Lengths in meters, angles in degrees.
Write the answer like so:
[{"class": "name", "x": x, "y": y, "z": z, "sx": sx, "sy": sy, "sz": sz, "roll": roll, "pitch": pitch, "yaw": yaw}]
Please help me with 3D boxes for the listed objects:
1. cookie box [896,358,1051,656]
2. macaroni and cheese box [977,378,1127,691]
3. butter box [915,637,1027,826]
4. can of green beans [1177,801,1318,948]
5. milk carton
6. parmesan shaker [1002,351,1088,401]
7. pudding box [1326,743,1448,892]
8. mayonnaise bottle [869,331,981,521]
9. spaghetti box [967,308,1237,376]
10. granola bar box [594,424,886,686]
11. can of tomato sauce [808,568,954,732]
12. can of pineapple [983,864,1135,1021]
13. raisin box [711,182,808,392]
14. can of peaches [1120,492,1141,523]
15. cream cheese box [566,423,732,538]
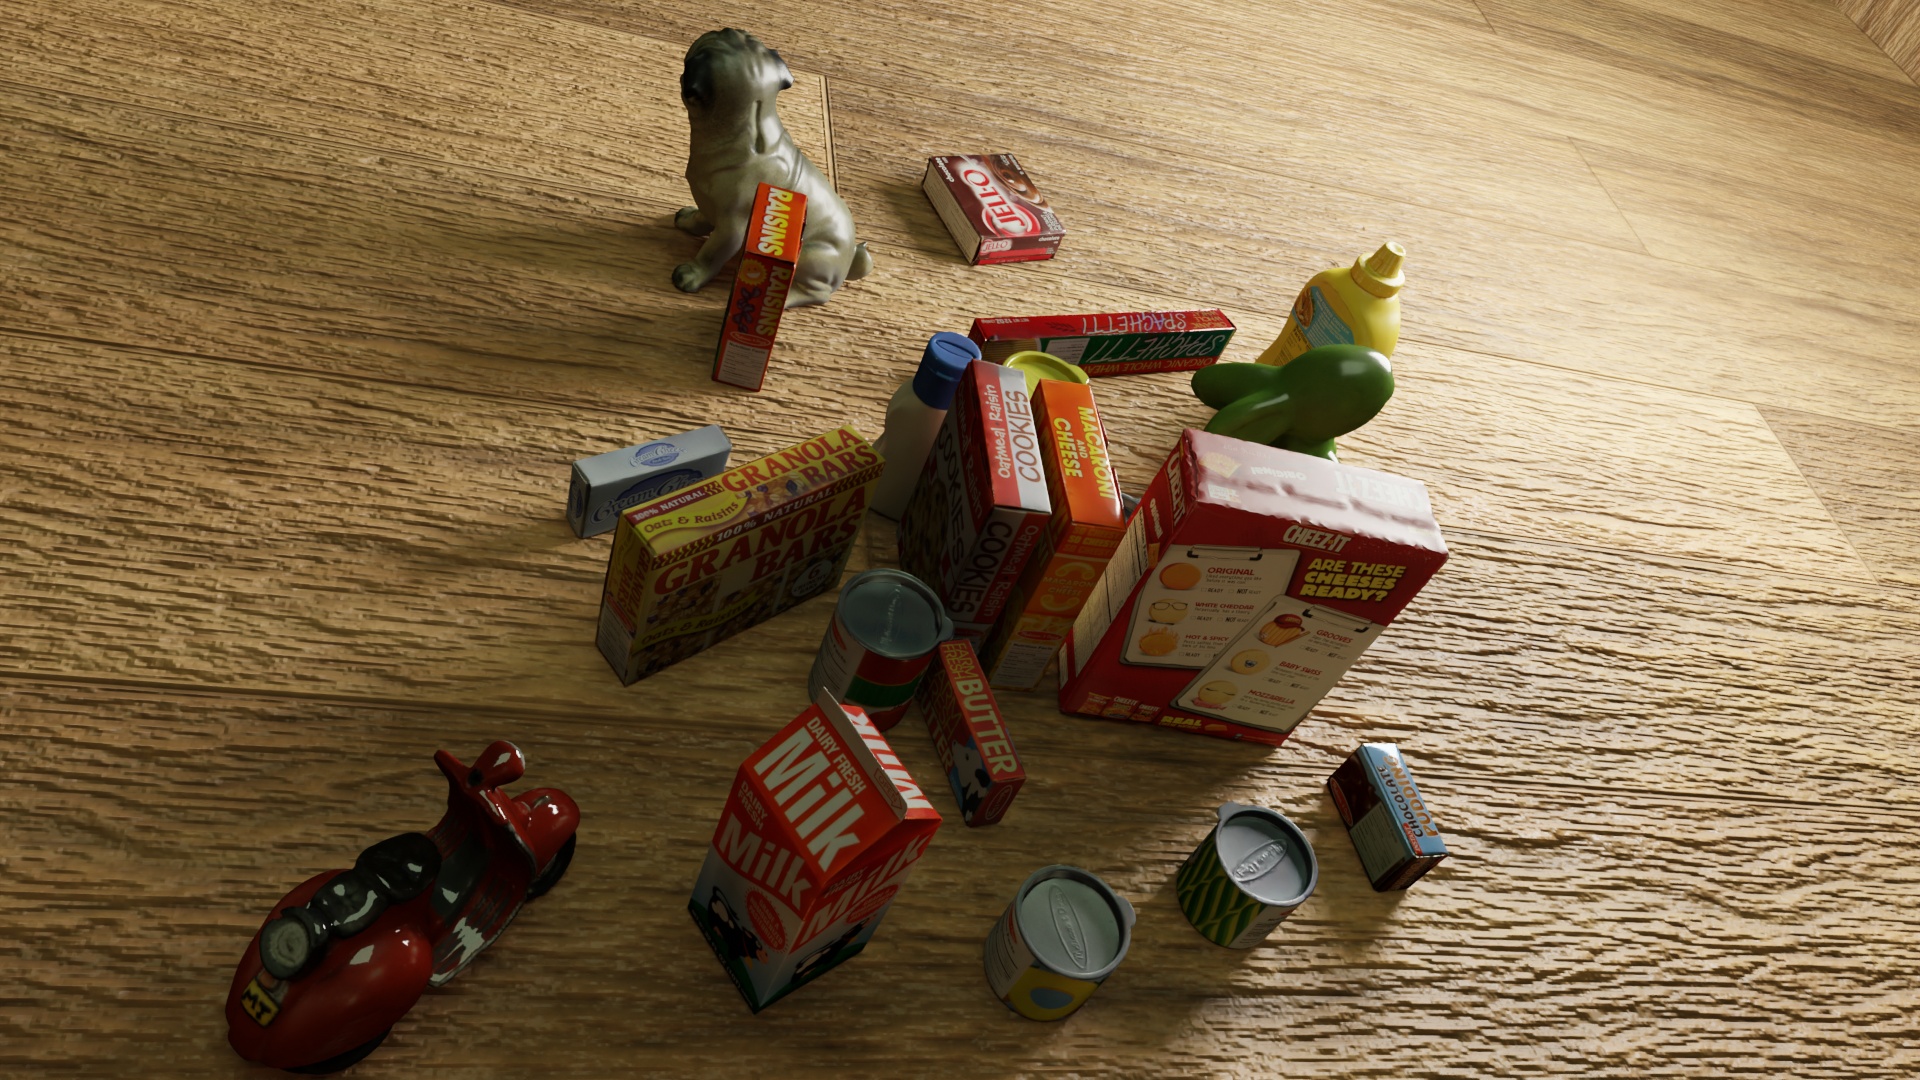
[{"class": "cookie box", "x": 0.003, "y": -0.011, "z": 0.877, "sx": 0.040, "sy": 0.166, "sz": 0.123, "roll": 7, "pitch": 47, "yaw": -18}, {"class": "macaroni and cheese box", "x": 0.050, "y": -0.001, "z": 0.889, "sx": 0.040, "sy": 0.165, "sz": 0.124, "roll": 7, "pitch": 48, "yaw": -18}, {"class": "butter box", "x": 0.004, "y": 0.115, "z": 0.843, "sx": 0.024, "sy": 0.052, "sz": 0.104, "roll": -4, "pitch": 52, "yaw": -26}, {"class": "can of green beans", "x": 0.171, "y": 0.202, "z": 0.832, "sx": 0.071, "sy": 0.057, "sz": 0.071, "roll": 12, "pitch": 46, "yaw": -13}, {"class": "milk carton", "x": -0.071, "y": 0.150, "z": 0.682, "sx": 0.074, "sy": 0.189, "sz": 0.072, "roll": -22, "pitch": 61, "yaw": -36}, {"class": "parmesan shaker", "x": 0.046, "y": -0.077, "z": 1.002, "sx": 0.071, "sy": 0.102, "sz": 0.072, "roll": 12, "pitch": 46, "yaw": -13}, {"class": "pudding box", "x": 0.276, "y": 0.179, "z": 0.904, "sx": 0.030, "sy": 0.049, "sz": 0.084, "roll": 1, "pitch": 50, "yaw": -23}, {"class": "mayonnaise bottle", "x": -0.025, "y": -0.075, "z": 0.938, "sx": 0.065, "sy": 0.147, "sz": 0.041, "roll": 23, "pitch": 45, "yaw": -2}, {"class": "spaghetti box", "x": 0.116, "y": -0.161, "z": 1.147, "sx": 0.251, "sy": 0.049, "sz": 0.029, "roll": -7, "pitch": 53, "yaw": -29}, {"class": "granola bar box", "x": -0.133, "y": 0.007, "z": 0.834, "sx": 0.166, "sy": 0.123, "sz": 0.039, "roll": -26, "pitch": 63, "yaw": -38}, {"class": "can of tomato sauce", "x": -0.050, "y": 0.069, "z": 0.842, "sx": 0.071, "sy": 0.082, "sz": 0.071, "roll": 12, "pitch": 46, "yaw": -13}, {"class": "can of pineapple", "x": 0.054, "y": 0.222, "z": 0.763, "sx": 0.071, "sy": 0.057, "sz": 0.071, "roll": 12, "pitch": 46, "yaw": -13}, {"class": "raisin box", "x": -0.145, "y": -0.182, "z": 1.002, "sx": 0.040, "sy": 0.122, "sz": 0.086, "roll": 13, "pitch": 46, "yaw": -12}, {"class": "can of peaches", "x": 0.102, "y": 0.006, "z": 0.981, "sx": 0.071, "sy": 0.057, "sz": 0.071, "roll": 12, "pitch": 46, "yaw": -13}, {"class": "cream cheese box", "x": -0.201, "y": -0.039, "z": 0.896, "sx": 0.104, "sy": 0.053, "sz": 0.024, "roll": -20, "pitch": 60, "yaw": -36}]
